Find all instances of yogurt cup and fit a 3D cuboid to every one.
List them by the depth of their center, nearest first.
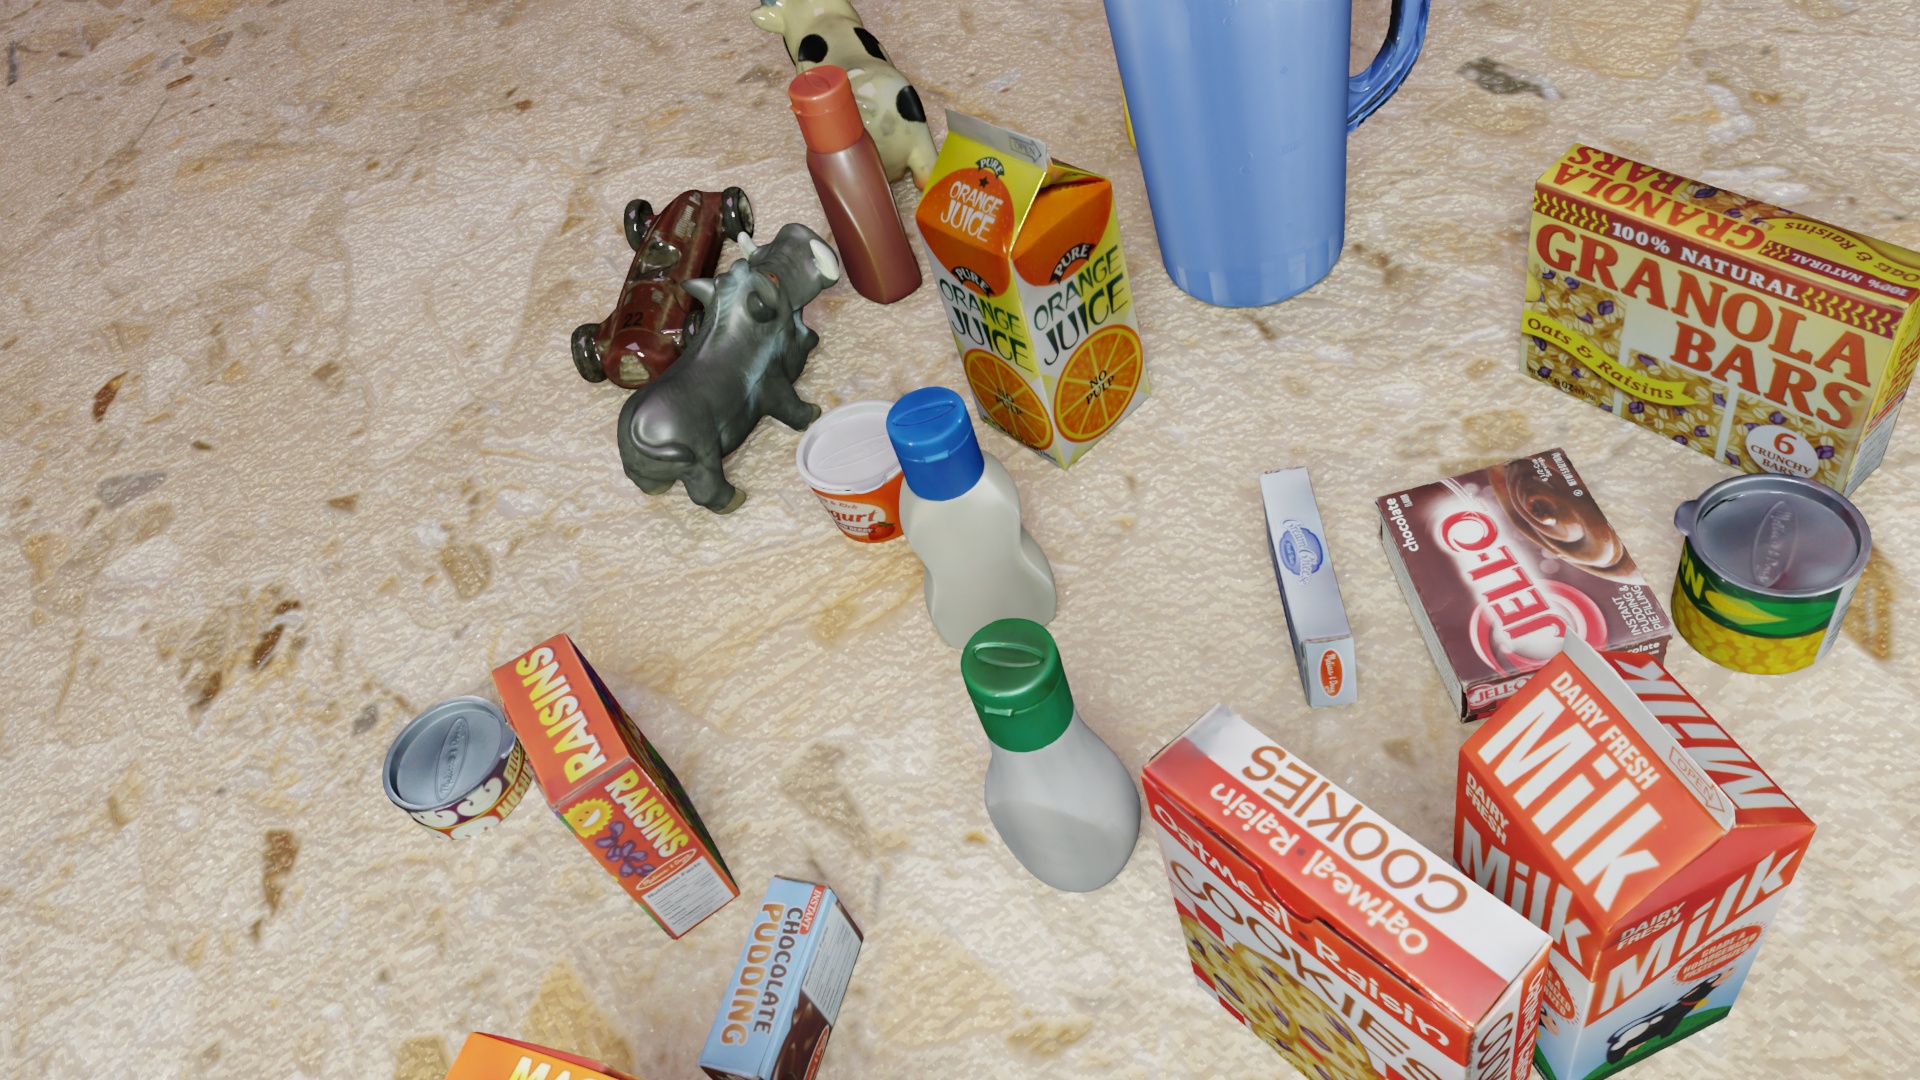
[{"bbox_3d":[-0.050,-0.036,0.756,0.072,0.053,0.073,-9,48,10],"label":"yogurt cup"}]

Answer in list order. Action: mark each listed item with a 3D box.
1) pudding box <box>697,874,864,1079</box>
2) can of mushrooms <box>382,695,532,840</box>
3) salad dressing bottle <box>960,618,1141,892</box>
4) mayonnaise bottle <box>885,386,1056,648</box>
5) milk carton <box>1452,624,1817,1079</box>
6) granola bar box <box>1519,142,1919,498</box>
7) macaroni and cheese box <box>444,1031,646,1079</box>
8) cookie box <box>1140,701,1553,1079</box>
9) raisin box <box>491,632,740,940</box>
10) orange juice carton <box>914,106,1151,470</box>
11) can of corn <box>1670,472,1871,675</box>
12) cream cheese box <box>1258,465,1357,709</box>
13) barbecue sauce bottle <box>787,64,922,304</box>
[{"bbox_3d":[-0.072,0.187,0.570,0.030,0.049,0.084,4,51,21],"label":"pudding box"},{"bbox_3d":[-0.251,0.115,0.702,0.071,0.033,0.071,-9,48,10],"label":"can of mushrooms"},{"bbox_3d":[0.035,0.089,0.557,0.064,0.147,0.044,6,52,22],"label":"salad dressing bottle"},{"bbox_3d":[0.002,-0.008,0.652,0.065,0.147,0.041,-16,47,4],"label":"mayonnaise bottle"},{"bbox_3d":[0.213,0.106,0.456,0.073,0.189,0.072,-25,47,-4],"label":"milk carton"},{"bbox_3d":[0.343,-0.099,0.641,0.039,0.123,0.166,-40,50,-17],"label":"granola bar box"},{"bbox_3d":[-0.084,0.224,0.462,0.124,0.165,0.040,7,53,23],"label":"macaroni and cheese box"},{"bbox_3d":[0.127,0.143,0.466,0.040,0.166,0.123,-41,50,-18],"label":"cookie box"},{"bbox_3d":[-0.151,0.110,0.613,0.040,0.122,0.086,-32,48,-11],"label":"raisin box"},{"bbox_3d":[0.037,-0.135,0.722,0.073,0.191,0.072,-41,50,-18],"label":"orange juice carton"},{"bbox_3d":[0.337,0.014,0.588,0.071,0.058,0.071,-9,48,10],"label":"can of corn"},{"bbox_3d":[0.160,0.021,0.641,0.024,0.053,0.104,-10,48,9],"label":"cream cheese box"},{"bbox_3d":[-0.067,-0.219,0.859,0.044,0.147,0.065,-32,48,-11],"label":"barbecue sauce bottle"}]
